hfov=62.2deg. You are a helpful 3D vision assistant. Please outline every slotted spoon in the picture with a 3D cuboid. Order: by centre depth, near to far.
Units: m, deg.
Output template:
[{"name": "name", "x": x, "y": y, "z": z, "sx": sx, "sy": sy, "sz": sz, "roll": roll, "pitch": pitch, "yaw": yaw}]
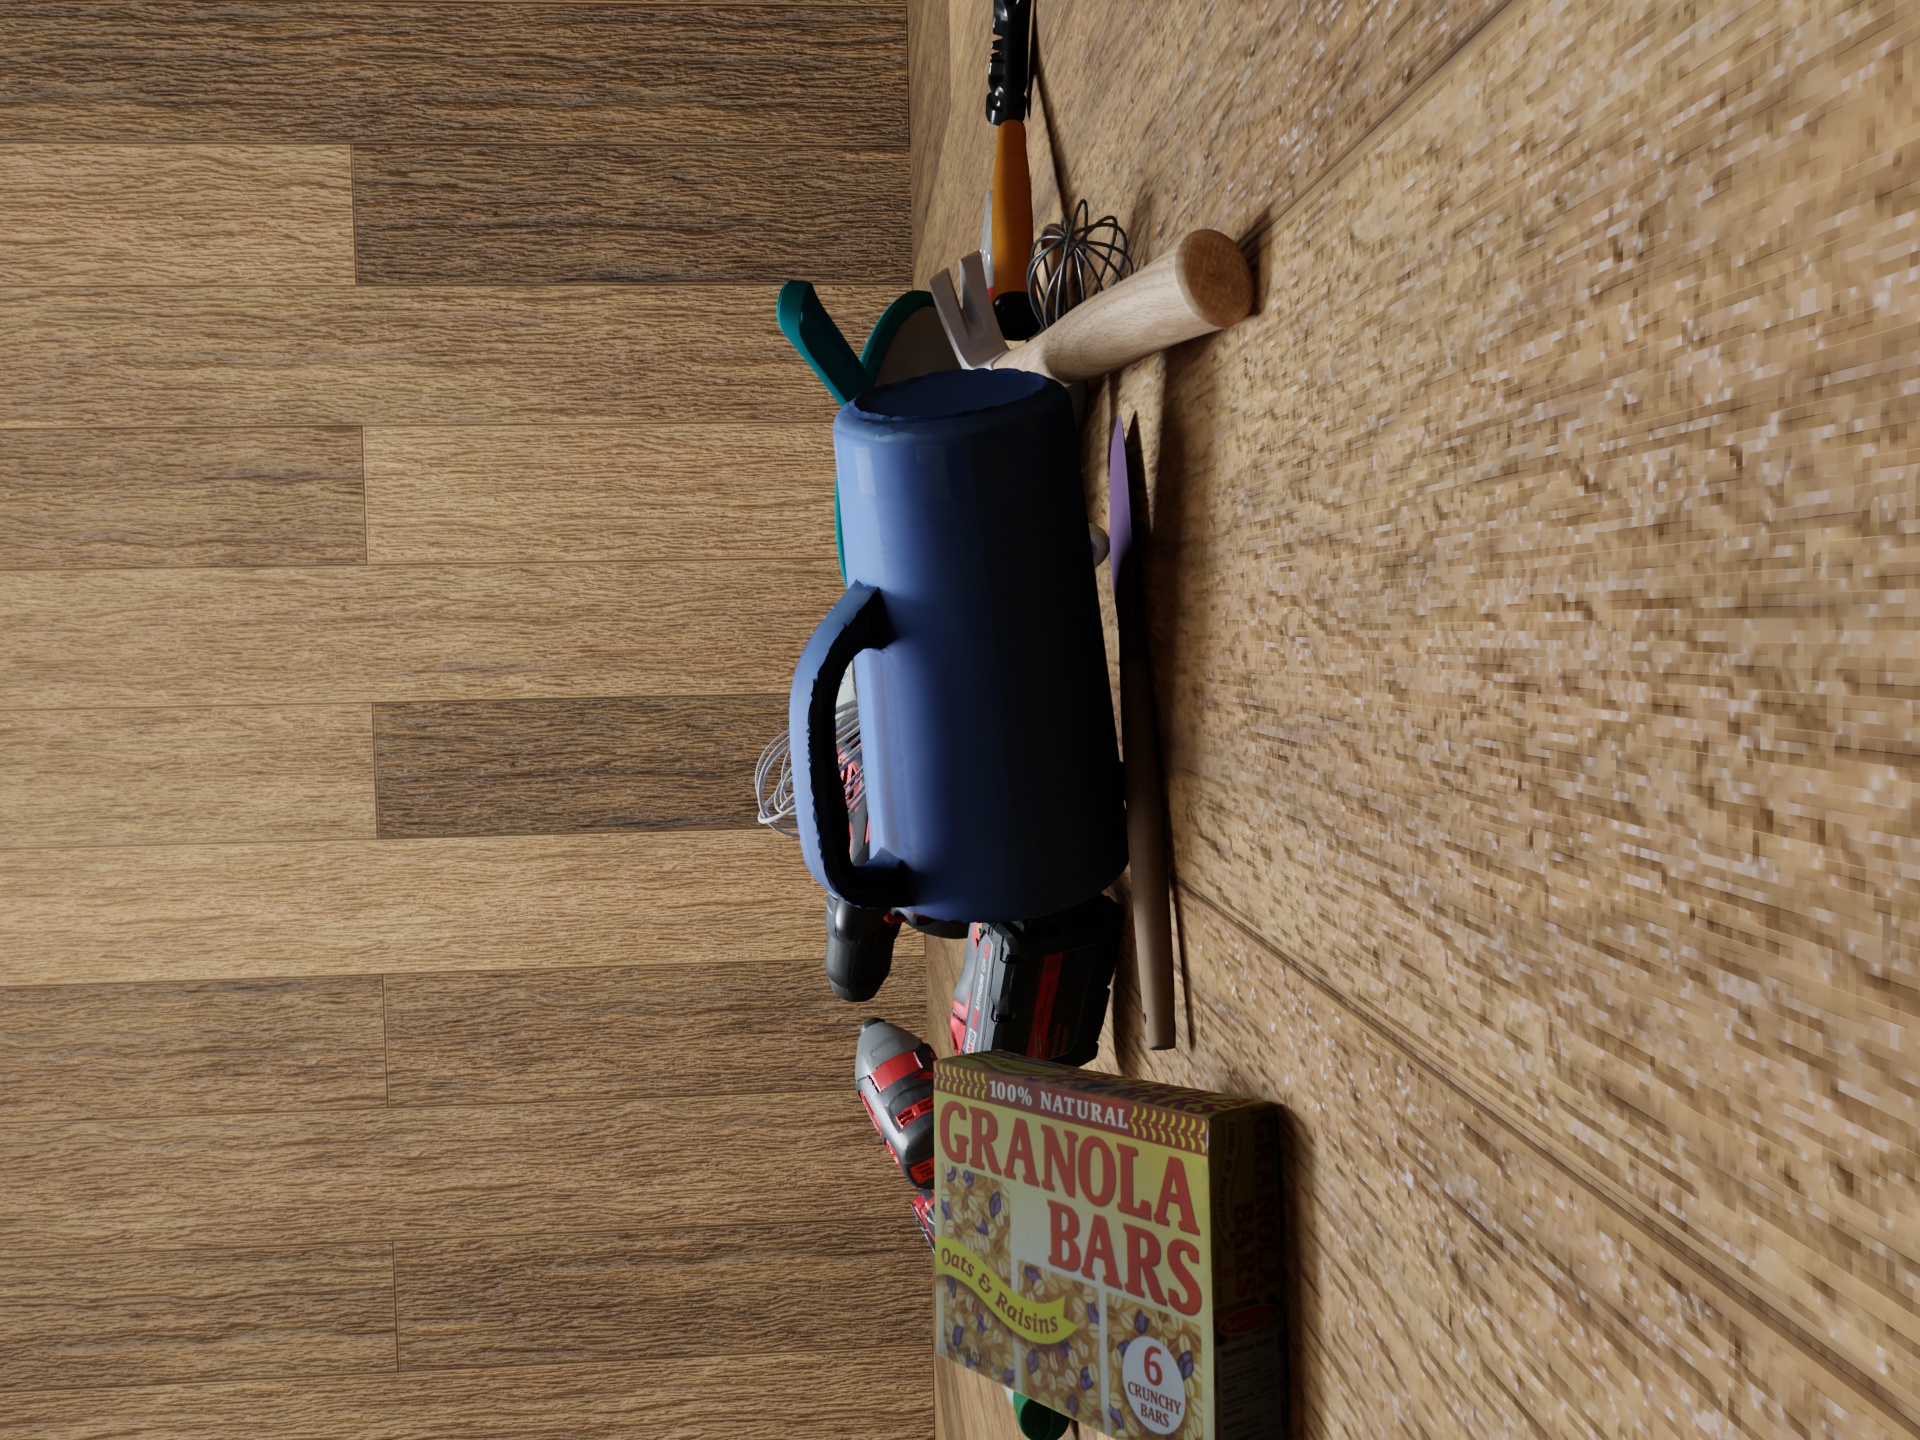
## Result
[{"name": "slotted spoon", "x": 0.050, "y": -0.198, "z": 1.112, "sx": 0.070, "sy": 0.031, "sz": 0.313, "roll": -89, "pitch": 3, "yaw": -48}]

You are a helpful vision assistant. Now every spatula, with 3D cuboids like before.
[{"name": "spatula", "x": 0.085, "y": -0.001, "z": 0.761, "sx": 0.059, "sy": 0.018, "sz": 0.316, "roll": 93, "pitch": 176, "yaw": -68}]

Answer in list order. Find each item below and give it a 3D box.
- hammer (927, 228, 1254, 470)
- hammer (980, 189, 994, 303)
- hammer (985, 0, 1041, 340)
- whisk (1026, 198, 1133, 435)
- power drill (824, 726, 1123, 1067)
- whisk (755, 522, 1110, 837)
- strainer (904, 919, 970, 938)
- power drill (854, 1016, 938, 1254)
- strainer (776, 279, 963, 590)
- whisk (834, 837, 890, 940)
[{"name": "hammer", "x": 0.053, "y": -0.171, "z": 0.718, "sx": 0.130, "sy": 0.031, "sz": 0.331, "roll": 57, "pitch": 172, "yaw": -10}, {"name": "hammer", "x": 0.018, "y": -0.204, "z": 1.159, "sx": 0.143, "sy": 0.038, "sz": 0.387, "roll": 102, "pitch": 173, "yaw": -61}, {"name": "hammer", "x": 0.035, "y": -0.374, "z": 1.053, "sx": 0.127, "sy": 0.034, "sz": 0.337, "roll": 93, "pitch": 178, "yaw": -51}, {"name": "whisk", "x": 0.060, "y": -0.205, "z": 0.866, "sx": 0.239, "sy": 0.055, "sz": 0.055, "roll": 87, "pitch": -179, "yaw": -76}, {"name": "power drill", "x": -0.013, "y": 0.127, "z": 0.942, "sx": 0.227, "sy": 0.080, "sz": 0.187, "roll": 37, "pitch": 126, "yaw": 46}, {"name": "whisk", "x": -0.012, "y": -0.025, "z": 0.852, "sx": 0.057, "sy": 0.246, "sz": 0.059, "roll": 52, "pitch": 169, "yaw": -15}, {"name": "strainer", "x": 0.008, "y": 0.078, "z": 1.149, "sx": 0.256, "sy": 0.151, "sz": 0.069, "roll": -59, "pitch": -22, "yaw": -55}, {"name": "power drill", "x": -0.014, "y": 0.316, "z": 1.150, "sx": 0.143, "sy": 0.078, "sz": 0.219, "roll": 51, "pitch": 166, "yaw": 52}, {"name": "strainer", "x": -0.011, "y": -0.170, "z": 0.935, "sx": 0.340, "sy": 0.095, "sz": 0.211, "roll": 40, "pitch": -119, "yaw": -72}, {"name": "whisk", "x": 0.000, "y": -0.002, "z": 0.891, "sx": 0.070, "sy": 0.070, "sz": 0.285, "roll": 99, "pitch": -164, "yaw": -67}]
